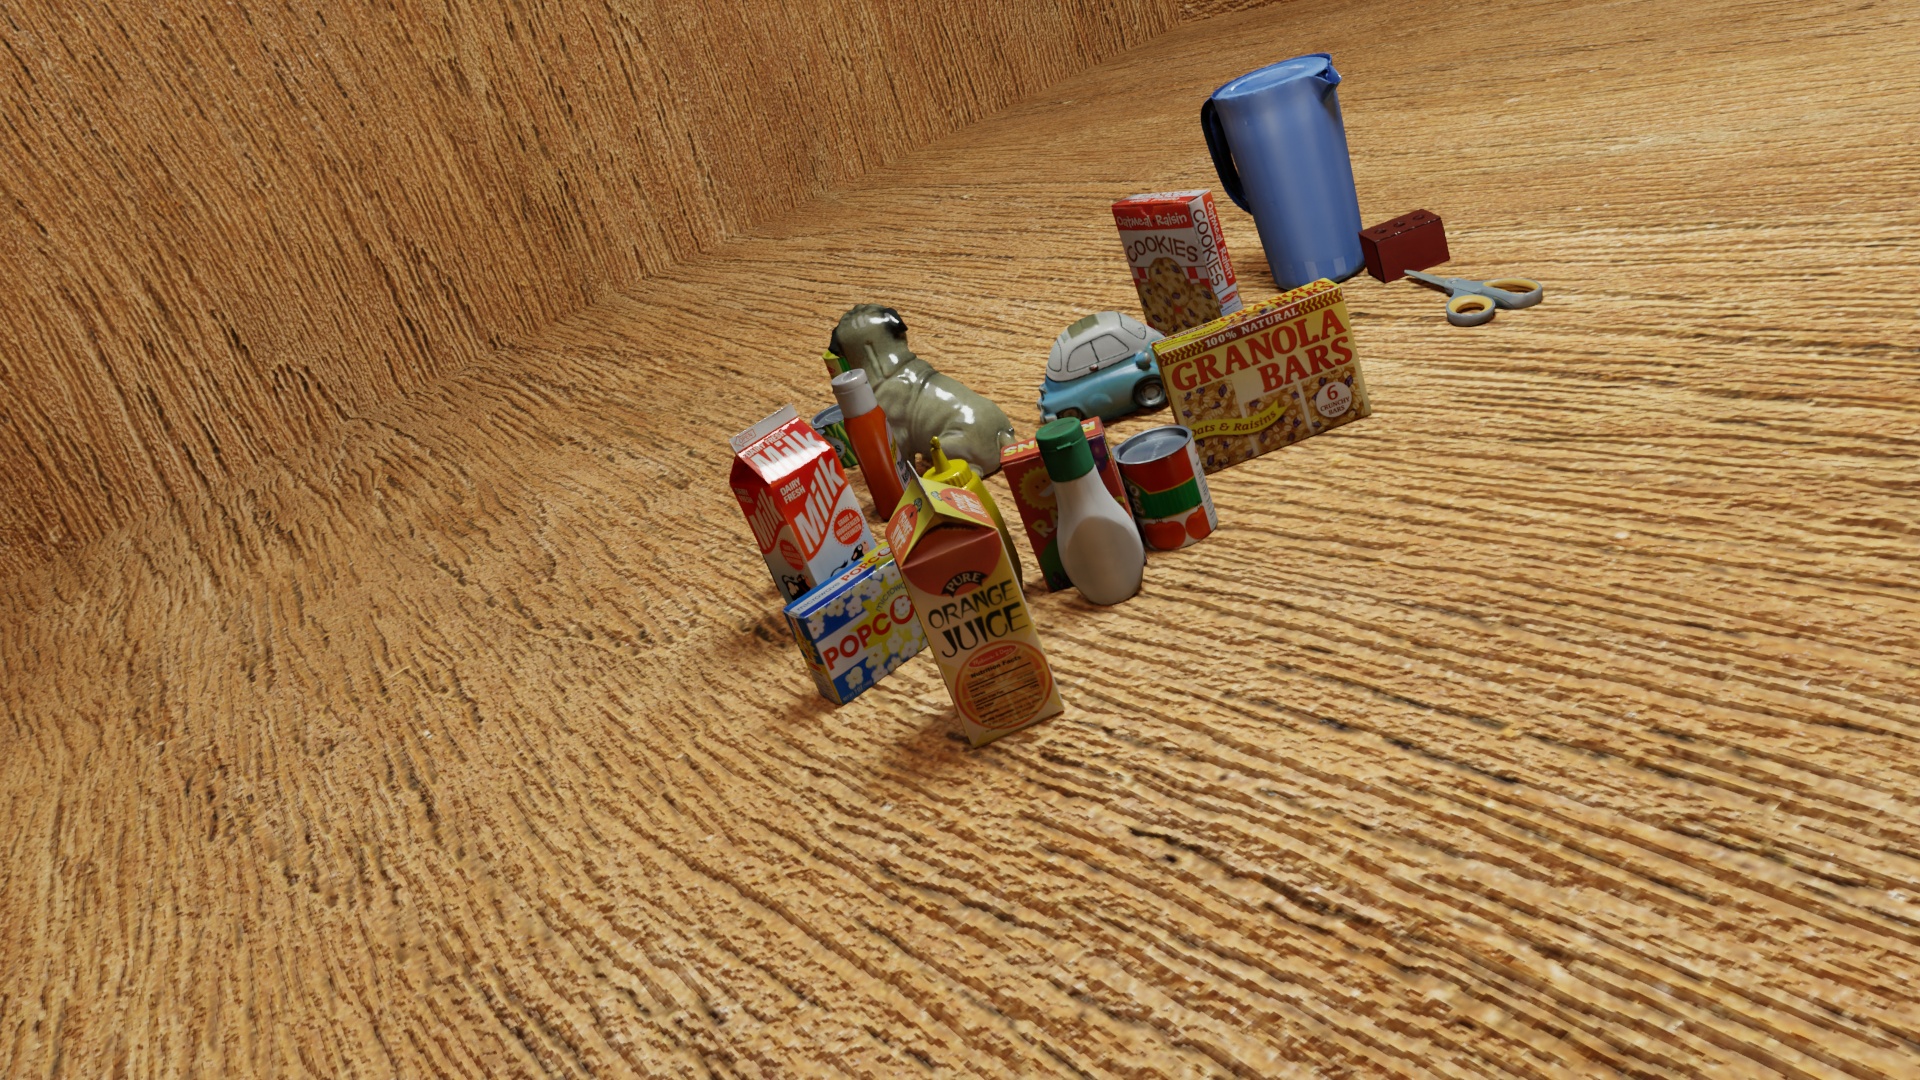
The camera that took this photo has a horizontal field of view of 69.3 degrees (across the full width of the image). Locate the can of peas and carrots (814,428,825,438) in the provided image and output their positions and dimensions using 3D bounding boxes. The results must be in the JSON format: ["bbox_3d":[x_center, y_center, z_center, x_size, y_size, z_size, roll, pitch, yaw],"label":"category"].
[{"bbox_3d":[-0.172,-0.082,1.540,0.071,0.058,0.071,-18,23,8],"label":"can of peas and carrots"}]

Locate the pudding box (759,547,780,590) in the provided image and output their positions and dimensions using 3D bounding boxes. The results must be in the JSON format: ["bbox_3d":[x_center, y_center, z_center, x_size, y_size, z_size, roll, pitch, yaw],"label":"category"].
[{"bbox_3d":[-0.147,0.008,1.335,0.084,0.049,0.030,-37,28,-32],"label":"pudding box"}]

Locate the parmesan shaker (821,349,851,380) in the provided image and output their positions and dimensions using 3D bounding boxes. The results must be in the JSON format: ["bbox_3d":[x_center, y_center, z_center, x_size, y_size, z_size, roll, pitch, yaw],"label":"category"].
[{"bbox_3d":[-0.117,-0.186,1.663,0.071,0.102,0.071,-18,23,8],"label":"parmesan shaker"}]

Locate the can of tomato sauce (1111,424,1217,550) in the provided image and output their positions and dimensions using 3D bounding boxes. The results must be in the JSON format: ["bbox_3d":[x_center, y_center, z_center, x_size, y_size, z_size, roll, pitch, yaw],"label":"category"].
[{"bbox_3d":[0.167,-0.043,1.140,0.071,0.082,0.071,-18,23,8],"label":"can of tomato sauce"}]

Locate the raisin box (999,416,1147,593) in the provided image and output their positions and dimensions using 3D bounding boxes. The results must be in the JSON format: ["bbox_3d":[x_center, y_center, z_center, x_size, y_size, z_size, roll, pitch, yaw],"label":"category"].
[{"bbox_3d":[0.091,-0.028,1.120,0.086,0.123,0.040,-17,23,11],"label":"raisin box"}]

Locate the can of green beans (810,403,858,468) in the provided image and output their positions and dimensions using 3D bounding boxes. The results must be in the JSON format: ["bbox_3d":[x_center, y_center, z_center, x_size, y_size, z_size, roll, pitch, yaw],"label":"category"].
[{"bbox_3d":[-0.130,-0.122,1.593,0.071,0.057,0.071,-18,23,8],"label":"can of green beans"}]

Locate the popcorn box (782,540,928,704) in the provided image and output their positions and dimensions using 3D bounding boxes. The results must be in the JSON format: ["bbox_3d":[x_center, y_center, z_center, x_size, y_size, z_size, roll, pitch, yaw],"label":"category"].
[{"bbox_3d":[-0.071,0.061,1.112,0.127,0.085,0.038,-34,26,-27],"label":"popcorn box"}]

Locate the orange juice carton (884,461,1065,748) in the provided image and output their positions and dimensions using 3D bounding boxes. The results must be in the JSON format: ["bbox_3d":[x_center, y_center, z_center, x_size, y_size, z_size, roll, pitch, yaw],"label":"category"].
[{"bbox_3d":[0.003,0.039,0.963,0.073,0.192,0.072,-22,23,-2],"label":"orange juice carton"}]

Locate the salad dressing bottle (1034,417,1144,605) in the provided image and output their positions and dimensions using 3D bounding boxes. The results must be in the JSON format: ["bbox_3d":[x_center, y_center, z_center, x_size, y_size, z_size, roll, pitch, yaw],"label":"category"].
[{"bbox_3d":[0.098,-0.022,1.073,0.064,0.147,0.044,-19,23,5],"label":"salad dressing bottle"}]

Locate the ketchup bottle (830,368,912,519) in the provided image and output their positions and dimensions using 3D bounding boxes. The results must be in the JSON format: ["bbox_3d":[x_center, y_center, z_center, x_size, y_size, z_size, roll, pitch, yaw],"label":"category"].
[{"bbox_3d":[-0.087,-0.097,1.388,0.043,0.148,0.065,-18,23,9],"label":"ketchup bottle"}]

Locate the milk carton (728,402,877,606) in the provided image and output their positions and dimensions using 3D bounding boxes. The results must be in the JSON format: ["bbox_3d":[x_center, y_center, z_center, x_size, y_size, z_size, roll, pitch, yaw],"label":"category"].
[{"bbox_3d":[-0.136,-0.020,1.211,0.073,0.190,0.073,-36,27,-31],"label":"milk carton"}]

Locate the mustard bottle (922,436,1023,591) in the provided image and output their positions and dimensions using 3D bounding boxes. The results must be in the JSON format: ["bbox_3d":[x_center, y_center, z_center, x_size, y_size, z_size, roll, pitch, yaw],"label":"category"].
[{"bbox_3d":[0.004,-0.014,1.117,0.049,0.159,0.066,-9,26,27],"label":"mustard bottle"}]

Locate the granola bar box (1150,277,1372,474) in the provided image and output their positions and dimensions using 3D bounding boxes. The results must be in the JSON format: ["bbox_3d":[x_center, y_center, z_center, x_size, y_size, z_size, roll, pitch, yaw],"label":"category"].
[{"bbox_3d":[0.265,-0.143,1.222,0.165,0.123,0.039,-20,23,2],"label":"granola bar box"}]

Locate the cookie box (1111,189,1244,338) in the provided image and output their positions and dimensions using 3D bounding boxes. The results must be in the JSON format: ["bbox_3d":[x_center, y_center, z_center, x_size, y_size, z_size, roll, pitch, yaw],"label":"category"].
[{"bbox_3d":[0.240,-0.297,1.522,0.040,0.166,0.123,-33,26,-26],"label":"cookie box"}]
